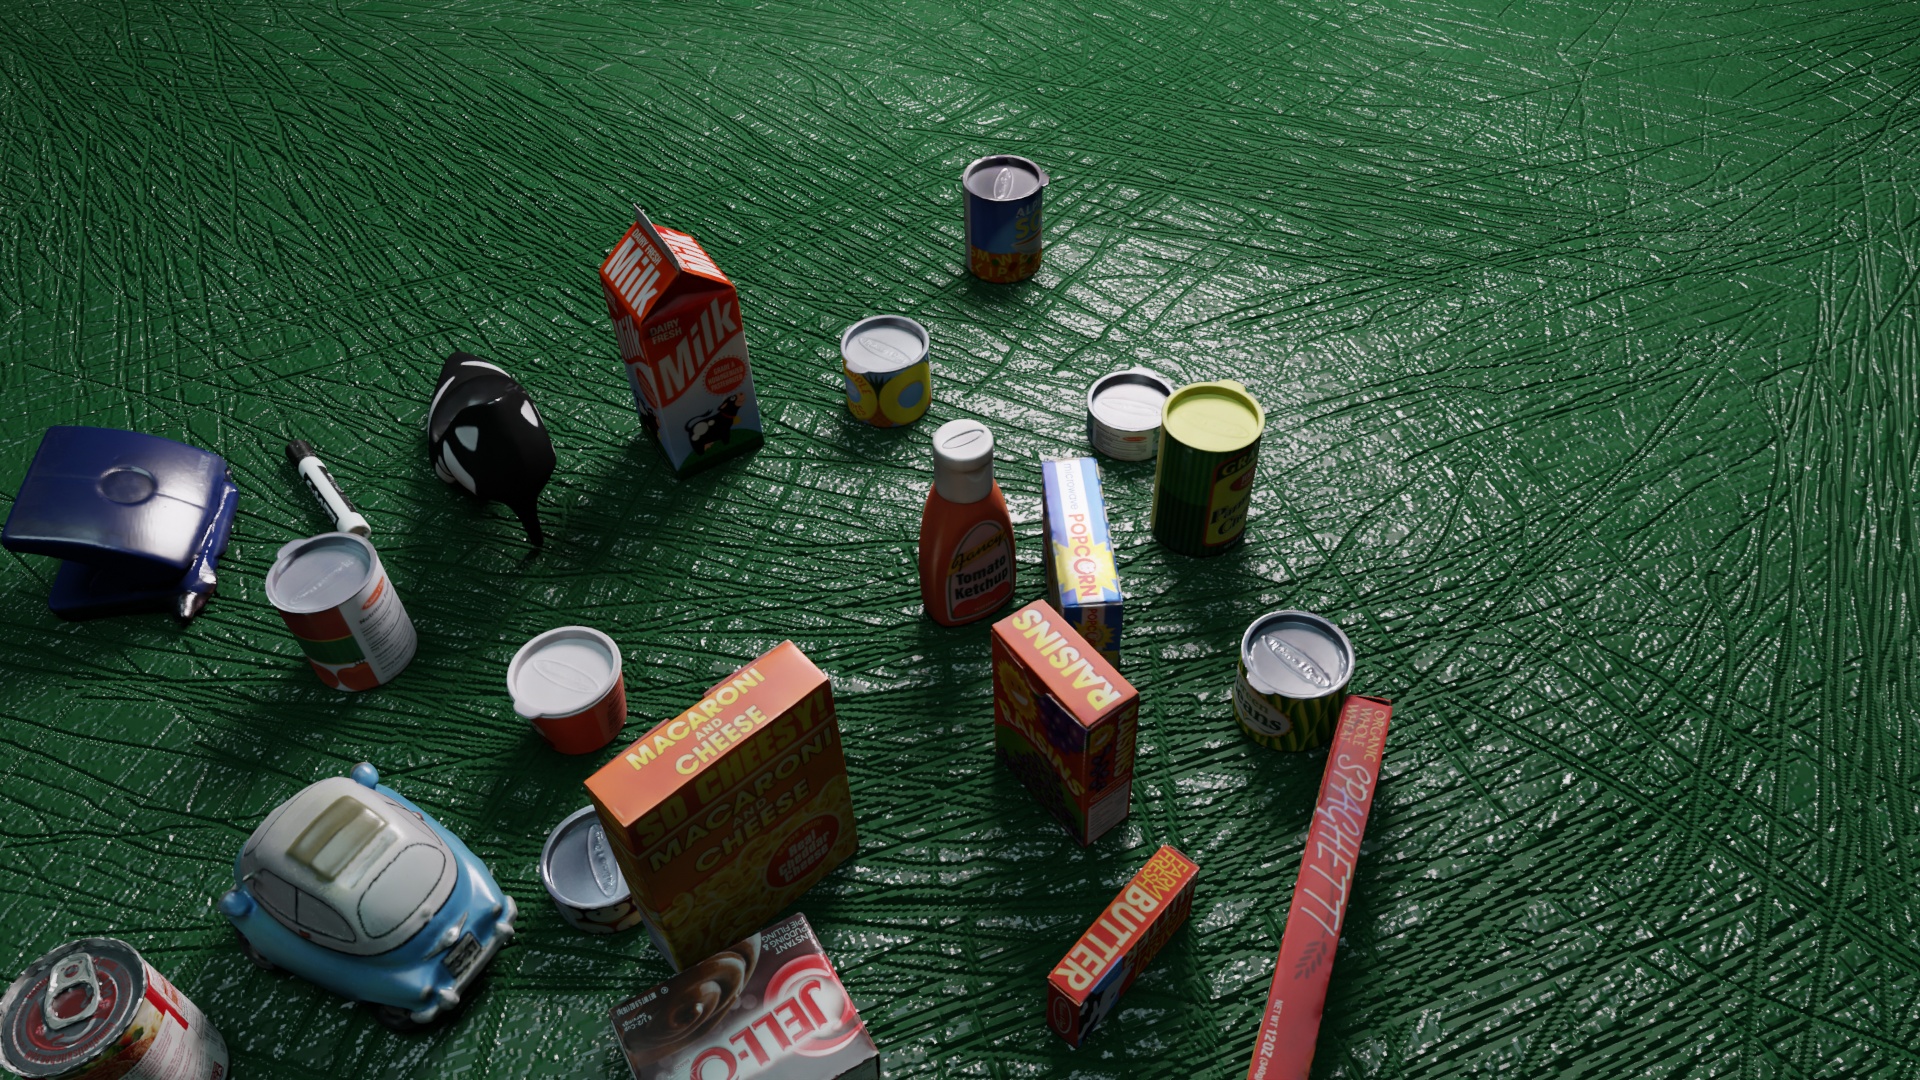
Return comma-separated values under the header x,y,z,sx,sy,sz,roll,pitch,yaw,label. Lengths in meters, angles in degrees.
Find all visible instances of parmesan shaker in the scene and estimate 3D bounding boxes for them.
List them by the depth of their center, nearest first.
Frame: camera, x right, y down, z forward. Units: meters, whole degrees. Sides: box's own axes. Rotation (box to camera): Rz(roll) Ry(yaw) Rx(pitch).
x,y,z,sx,sy,sz,roll,pitch,yaw,label
0.166,-0.048,0.933,0.071,0.102,0.072,-1,47,1,parmesan shaker

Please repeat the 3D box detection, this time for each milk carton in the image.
x,y,z,sx,sy,sz,roll,pitch,yaw,label
-0.197,-0.141,0.975,0.074,0.189,0.072,-26,52,-20,milk carton

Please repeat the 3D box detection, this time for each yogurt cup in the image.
x,y,z,sx,sy,sz,roll,pitch,yaw,label
-0.238,0.094,0.853,0.072,0.053,0.073,-1,47,1,yogurt cup

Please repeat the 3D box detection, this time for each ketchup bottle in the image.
x,y,z,sx,sy,sz,roll,pitch,yaw,label
0.003,-0.011,0.875,0.065,0.148,0.044,-24,51,-18,ketchup bottle

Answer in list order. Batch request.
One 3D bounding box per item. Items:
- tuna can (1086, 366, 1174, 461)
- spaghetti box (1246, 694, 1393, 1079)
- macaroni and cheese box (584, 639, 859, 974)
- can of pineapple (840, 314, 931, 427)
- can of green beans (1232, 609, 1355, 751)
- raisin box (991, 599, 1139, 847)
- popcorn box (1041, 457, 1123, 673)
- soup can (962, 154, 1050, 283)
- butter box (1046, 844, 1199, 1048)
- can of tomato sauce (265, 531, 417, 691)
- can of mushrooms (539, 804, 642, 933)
x,y,z,sx,sy,sz,roll,pitch,yaw,label
0.126,-0.094,1.024,0.071,0.032,0.071,-1,47,1,tuna can
0.194,0.192,0.747,0.029,0.050,0.251,15,50,16,spaghetti box
-0.118,0.144,0.726,0.124,0.165,0.040,-35,55,-26,macaroni and cheese box
-0.057,-0.126,1.045,0.071,0.057,0.071,-1,47,1,can of pineapple
0.200,0.085,0.839,0.071,0.057,0.071,-1,47,1,can of green beans
0.057,0.104,0.784,0.040,0.122,0.086,-29,53,-22,raisin box
0.076,0.020,0.886,0.038,0.084,0.127,-4,47,-1,popcorn box
0.038,-0.265,1.151,0.071,0.083,0.072,-1,47,1,soup can
0.085,0.212,0.731,0.024,0.052,0.104,32,56,28,butter box
-0.394,0.046,0.884,0.071,0.082,0.071,-1,47,1,can of tomato sauce
-0.197,0.184,0.782,0.071,0.033,0.071,-1,47,1,can of mushrooms
